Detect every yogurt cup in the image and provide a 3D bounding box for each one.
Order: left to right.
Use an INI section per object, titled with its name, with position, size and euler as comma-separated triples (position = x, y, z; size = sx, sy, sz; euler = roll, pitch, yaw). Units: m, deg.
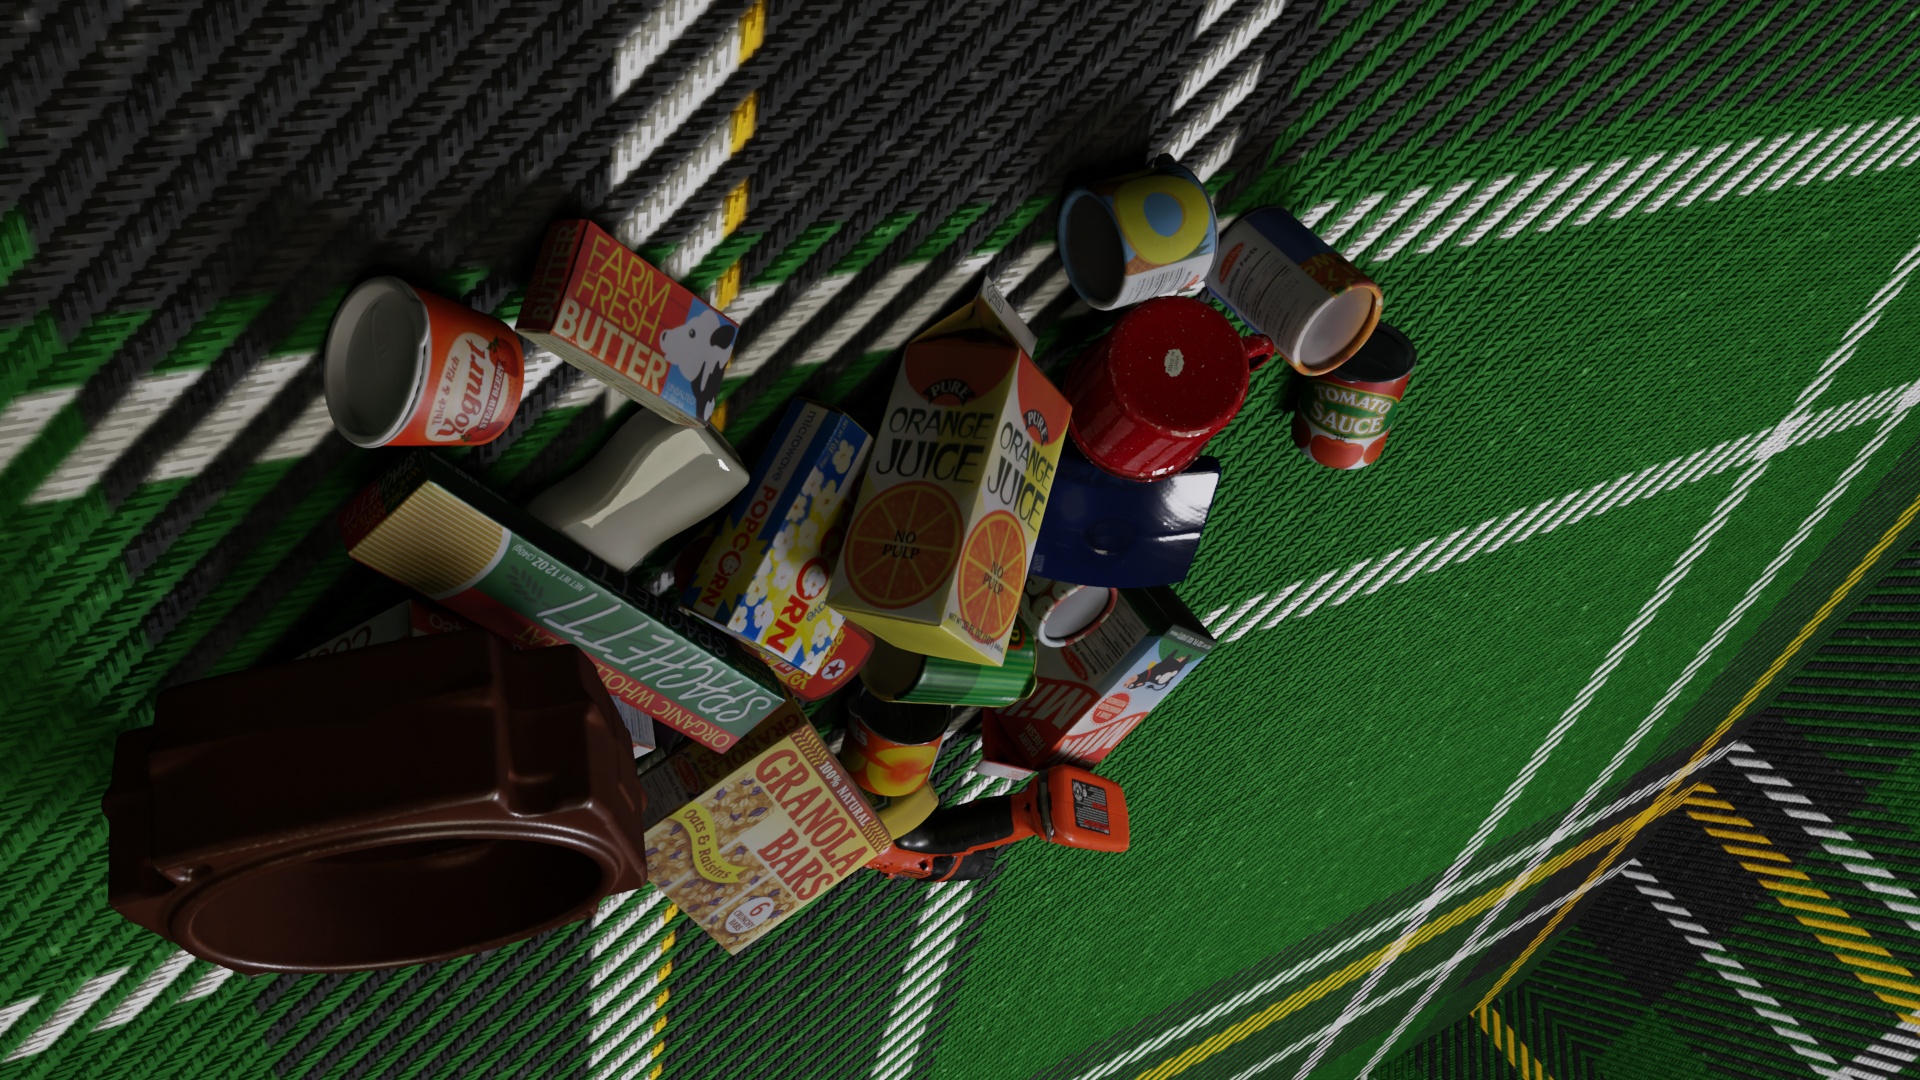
[yogurt cup]
position = -0.216, -0.069, 0.563
size = 0.072, 0.072, 0.054
euler = -52, 151, 20

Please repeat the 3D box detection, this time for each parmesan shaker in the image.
[parmesan shaker]
position = -0.007, 0.075, 0.901
size = 0.103, 0.071, 0.071
euler = 10, 124, -46

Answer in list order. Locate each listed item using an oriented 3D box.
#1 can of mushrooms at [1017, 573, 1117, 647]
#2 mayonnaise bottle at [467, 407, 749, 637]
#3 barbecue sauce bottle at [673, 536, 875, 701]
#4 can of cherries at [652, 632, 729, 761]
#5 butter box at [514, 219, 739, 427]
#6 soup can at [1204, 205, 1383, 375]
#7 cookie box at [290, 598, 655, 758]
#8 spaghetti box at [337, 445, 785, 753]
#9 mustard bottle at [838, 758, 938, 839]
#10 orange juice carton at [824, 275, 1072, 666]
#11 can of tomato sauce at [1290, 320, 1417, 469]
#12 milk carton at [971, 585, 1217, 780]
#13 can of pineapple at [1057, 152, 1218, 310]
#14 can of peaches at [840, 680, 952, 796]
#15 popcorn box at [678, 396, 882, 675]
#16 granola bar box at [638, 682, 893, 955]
[can of mushrooms]
position = 0.076, 0.039, 0.966
size = 0.071, 0.033, 0.070
euler = -23, 142, -19
[mayonnaise bottle]
position = -0.179, -0.009, 0.683
size = 0.148, 0.041, 0.064
euler = -36, 140, 1
[barbecue sauce bottle]
position = -0.109, 0.043, 0.801
size = 0.065, 0.044, 0.148
euler = -42, 145, 2
[can of cherries]
position = -0.151, 0.098, 0.813
size = 0.072, 0.058, 0.071
euler = -24, 143, -20
[butter box]
position = -0.143, -0.093, 0.609
size = 0.103, 0.024, 0.053
euler = 33, 68, -54
[soup can]
position = 0.197, -0.147, 0.816
size = 0.071, 0.084, 0.071
euler = -24, 143, -19
[cookie box]
position = -0.257, 0.094, 0.698
size = 0.123, 0.040, 0.167
euler = -26, 149, 18
[spaghetti box]
position = -0.179, 0.038, 0.671
size = 0.050, 0.029, 0.249
euler = -41, 137, 8
[mustard bottle]
position = -0.097, 0.198, 0.972
size = 0.160, 0.065, 0.048
euler = -28, 145, -6
[orange juice carton]
position = 0.002, -0.039, 0.735
size = 0.071, 0.073, 0.193
euler = 39, 63, -54
[can of tomato sauce]
position = 0.265, -0.098, 0.944
size = 0.071, 0.071, 0.082
euler = -22, 143, -21
[milk carton]
position = 0.089, 0.111, 1.024
size = 0.190, 0.074, 0.072
euler = -48, 143, 15
[can of pineapple]
position = 0.091, -0.160, 0.726
size = 0.058, 0.071, 0.070
euler = -20, 141, -23
[can of peaches]
position = -0.047, 0.129, 0.935
size = 0.071, 0.071, 0.057
euler = -13, 139, -31
[popcorn box]
position = -0.082, -0.001, 0.736
size = 0.127, 0.038, 0.085
euler = -62, 146, -9
[granola bar box]
position = -0.122, 0.169, 0.825
size = 0.124, 0.039, 0.164
euler = -34, 142, -8
